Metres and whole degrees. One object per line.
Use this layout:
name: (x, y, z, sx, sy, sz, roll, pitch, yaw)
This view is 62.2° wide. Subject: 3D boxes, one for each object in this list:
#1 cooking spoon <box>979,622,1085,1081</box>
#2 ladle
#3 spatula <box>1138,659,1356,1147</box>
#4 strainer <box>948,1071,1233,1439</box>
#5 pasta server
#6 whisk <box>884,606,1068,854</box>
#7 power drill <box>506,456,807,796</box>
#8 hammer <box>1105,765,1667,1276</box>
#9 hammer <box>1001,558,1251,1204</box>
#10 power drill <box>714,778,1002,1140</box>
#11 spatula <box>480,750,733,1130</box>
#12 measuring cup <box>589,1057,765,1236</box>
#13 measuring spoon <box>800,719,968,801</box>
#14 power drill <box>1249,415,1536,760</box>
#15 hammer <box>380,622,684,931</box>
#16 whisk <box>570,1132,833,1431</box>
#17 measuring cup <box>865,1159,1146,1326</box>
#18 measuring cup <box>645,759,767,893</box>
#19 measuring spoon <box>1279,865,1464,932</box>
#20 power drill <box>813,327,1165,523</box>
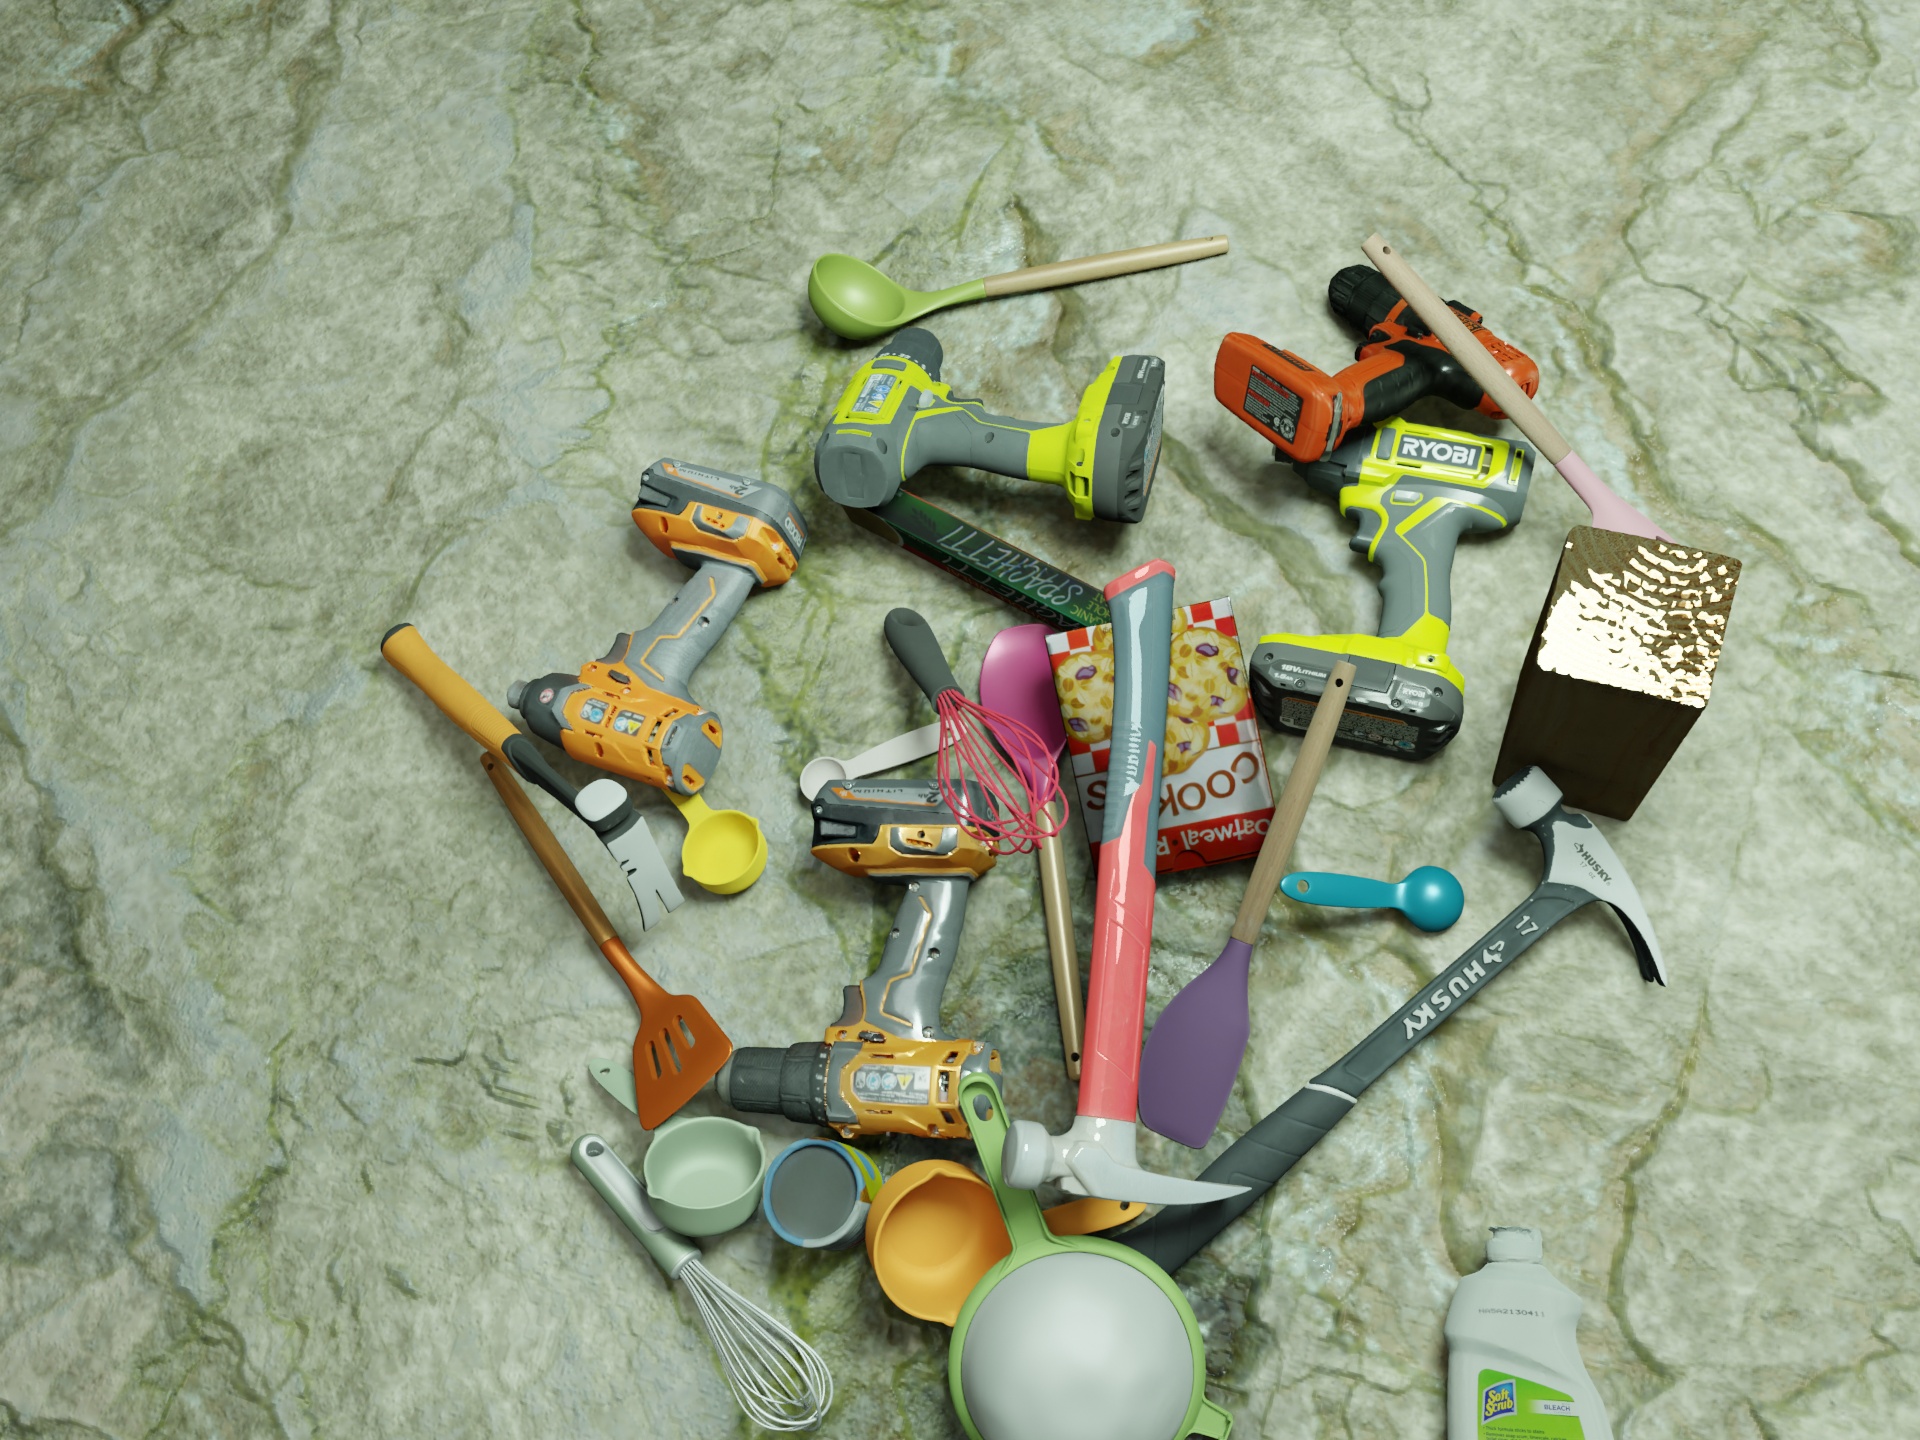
cooking spoon: (0.059, 0.081, 1.066, 0.069, 0.017, 0.319, -10, 68, 9)
ladle: (0.043, -0.344, 1.207, 0.320, 0.062, 0.078, -9, 50, 6)
spatula: (0.181, 0.112, 0.986, 0.060, 0.018, 0.316, 22, 93, 17)
strainer: (0.050, 0.328, 0.907, 0.151, 0.069, 0.256, -20, 88, 0)
pasta server: (0.361, -0.185, 1.014, 0.316, 0.040, 0.060, 47, 69, -3)
whisk: (-0.002, -0.003, 1.028, 0.073, 0.073, 0.296, -31, 35, 0)
power drill: (-0.220, -0.070, 1.141, 0.164, 0.084, 0.226, 16, 72, 19)
hammer: (0.242, 0.215, 0.958, 0.409, 0.036, 0.149, -41, 88, 0)
hammer: (0.115, 0.089, 0.956, 0.143, 0.038, 0.386, 11, 73, -12)
power drill: (-0.062, 0.156, 1.035, 0.185, 0.084, 0.226, -1, 74, 13)
spatula: (-0.258, 0.134, 1.096, 0.081, 0.041, 0.323, -43, 64, 5)
measuring cup: (-0.192, 0.275, 1.037, 0.083, 0.038, 0.168, -25, 39, -37)
measuring spoon: (-0.052, 0.028, 1.114, 0.124, 0.018, 0.034, -21, 67, -4)
power drill: (0.274, -0.098, 1.059, 0.171, 0.080, 0.223, 13, 70, 16)
hammer: (-0.314, 0.021, 1.119, 0.034, 0.127, 0.337, -39, 50, -22)
whisk: (-0.168, 0.349, 1.002, 0.246, 0.059, 0.058, 40, 44, 26)
measuring cup: (0.026, 0.306, 0.976, 0.173, 0.052, 0.095, -7, 92, -16)
measuring cup: (-0.188, 0.062, 1.127, 0.062, 0.029, 0.157, -37, 55, -8)
measuring spoon: (0.258, 0.106, 0.981, 0.128, 0.021, 0.042, 7, 78, -18)
power drill: (0.026, -0.217, 1.132, 0.228, 0.080, 0.191, 7, 42, 12)
